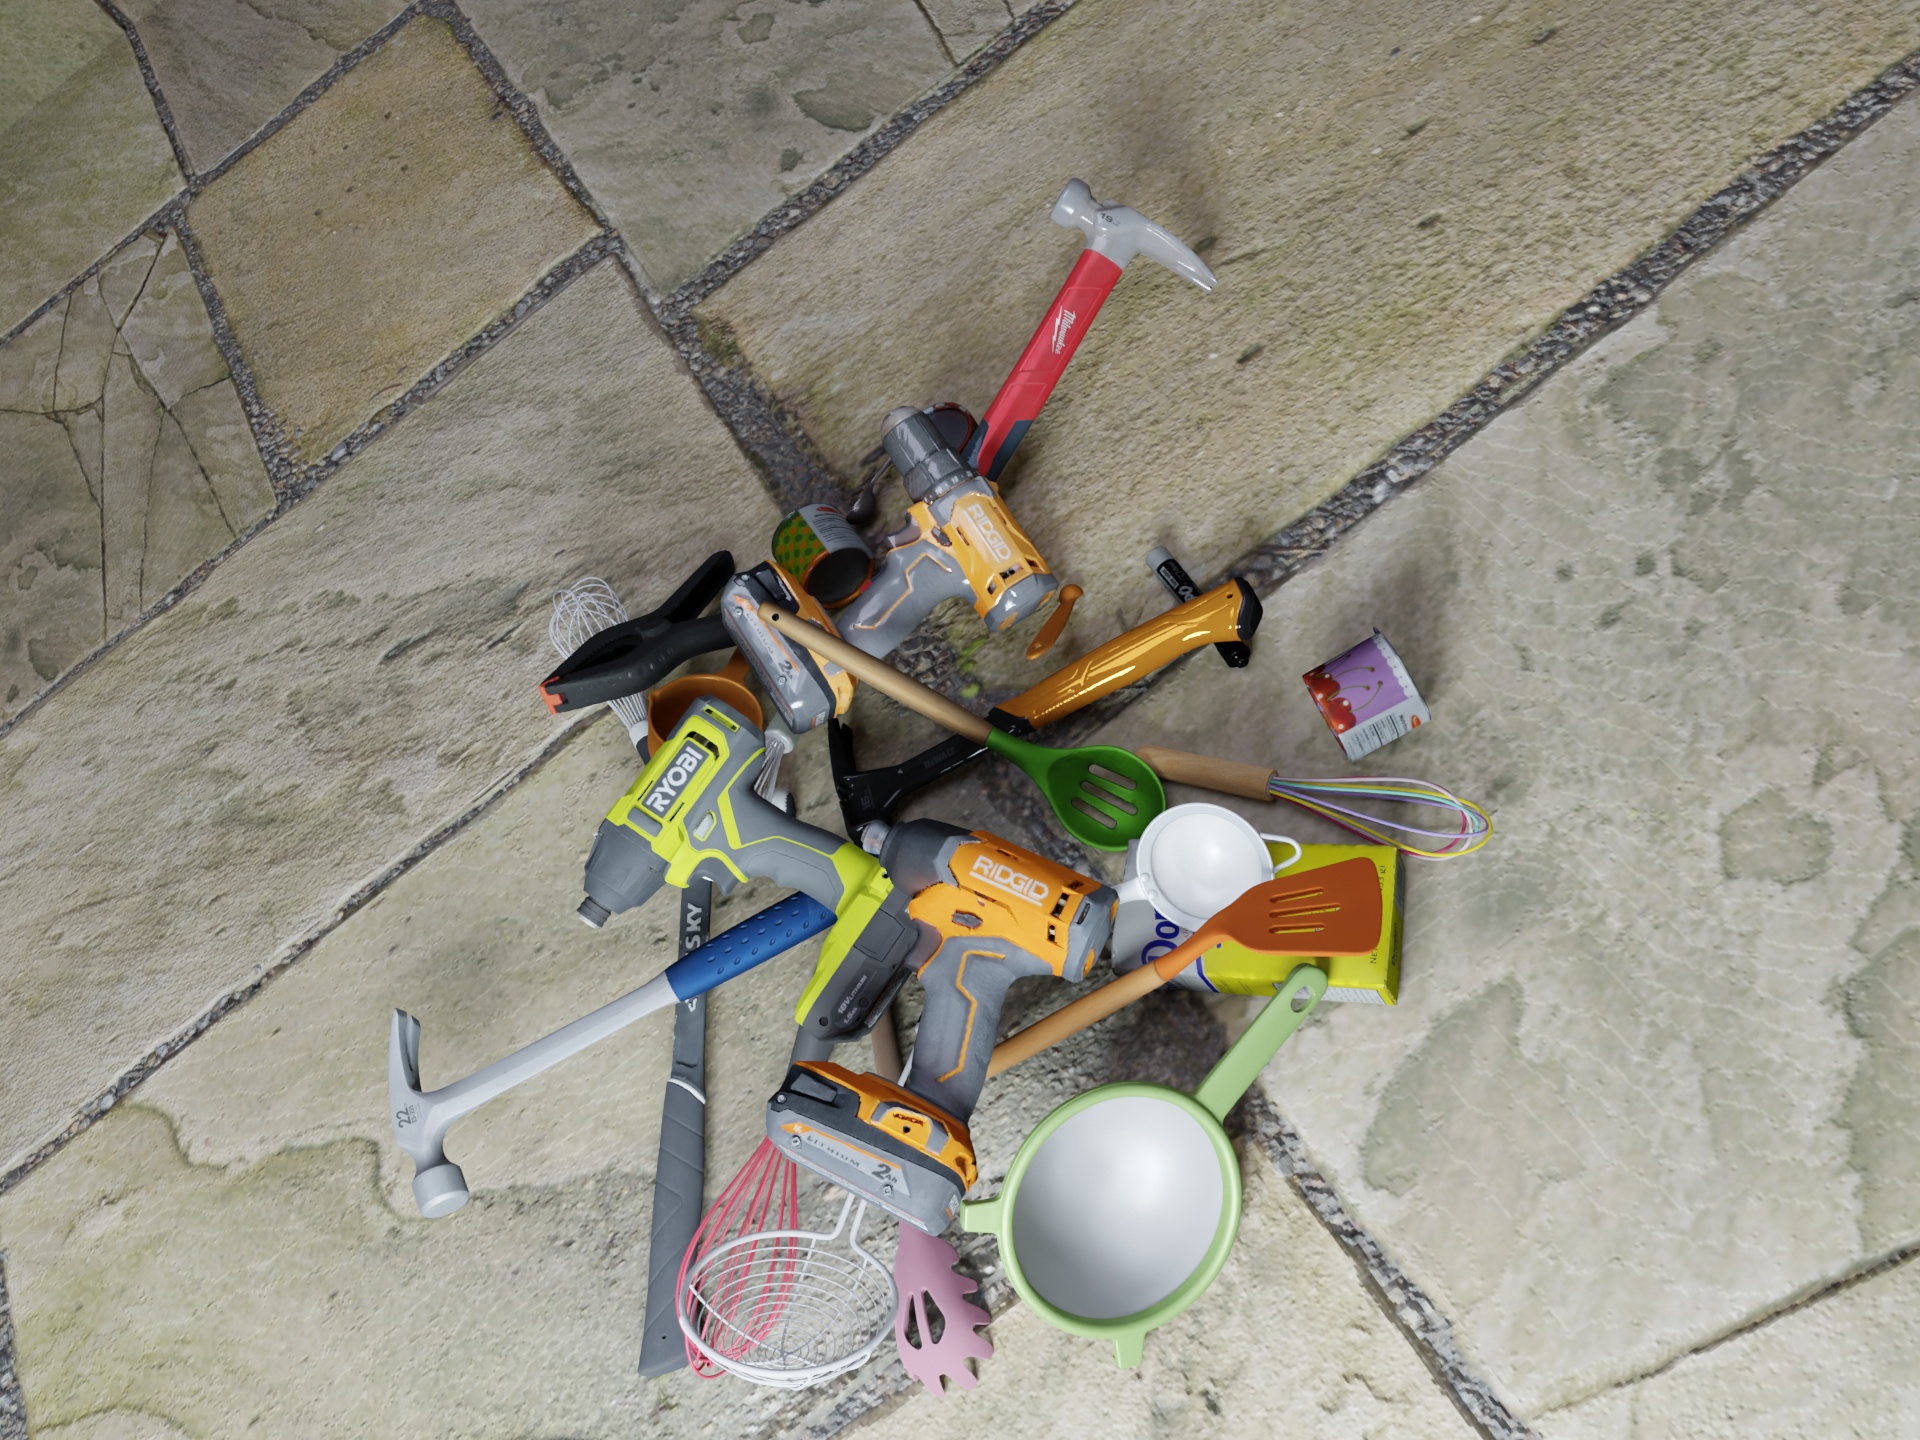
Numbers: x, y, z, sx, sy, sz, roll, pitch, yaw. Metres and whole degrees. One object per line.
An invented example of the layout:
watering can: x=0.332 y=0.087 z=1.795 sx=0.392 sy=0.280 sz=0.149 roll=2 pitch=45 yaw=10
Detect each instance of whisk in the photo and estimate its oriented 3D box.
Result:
whisk: x=0.221 y=0.048 z=1.031 sx=0.245 sy=0.051 sz=0.047 roll=12 pitch=75 yaw=34
whisk: x=-0.120 y=0.283 z=1.055 sx=0.073 sy=0.073 sz=0.296 roll=2 pitch=58 yaw=27
whisk: x=-0.267 y=-0.012 z=1.294 sx=0.070 sy=0.070 sz=0.285 roll=-36 pitch=59 yaw=4
whisk: x=-0.138 y=0.022 z=1.184 sx=0.057 sy=0.059 sz=0.246 roll=-44 pitch=14 yaw=51

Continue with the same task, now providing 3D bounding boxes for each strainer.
strainer: x=0.092 y=0.110 z=1.003 sx=0.258 sy=0.050 sz=0.087 roll=-20 pitch=99 yaw=20
strainer: x=0.119 y=0.238 z=0.941 sx=0.256 sy=0.151 sz=0.069 roll=-48 pitch=16 yaw=-9

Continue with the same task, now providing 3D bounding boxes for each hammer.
hammer: x=0.050 y=-0.228 z=1.251 sx=0.143 sy=0.038 sz=0.386 roll=31 pitch=87 yaw=-3
hammer: x=0.056 y=-0.017 z=1.137 sx=0.337 sy=0.034 sz=0.127 roll=-27 pitch=56 yaw=15
hammer: x=-0.212 y=0.184 z=1.107 sx=0.405 sy=0.035 sz=0.144 roll=-28 pitch=63 yaw=-2
hammer: x=-0.197 y=0.240 z=1.118 sx=0.149 sy=0.036 sz=0.409 roll=-4 pitch=64 yaw=6

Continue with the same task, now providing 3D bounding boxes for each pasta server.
pasta server: x=-0.037 y=0.274 z=1.043 sx=0.060 sy=0.040 sz=0.317 roll=-23 pitch=52 yaw=13

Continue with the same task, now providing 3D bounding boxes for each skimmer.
skimmer: x=-0.049 y=0.237 z=0.992 sx=0.127 sy=0.090 sz=0.363 roll=13 pitch=59 yaw=24

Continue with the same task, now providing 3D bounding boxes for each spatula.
spatula: x=0.111 y=0.169 z=0.974 sx=0.322 sy=0.041 sz=0.081 roll=-35 pitch=23 yaw=30

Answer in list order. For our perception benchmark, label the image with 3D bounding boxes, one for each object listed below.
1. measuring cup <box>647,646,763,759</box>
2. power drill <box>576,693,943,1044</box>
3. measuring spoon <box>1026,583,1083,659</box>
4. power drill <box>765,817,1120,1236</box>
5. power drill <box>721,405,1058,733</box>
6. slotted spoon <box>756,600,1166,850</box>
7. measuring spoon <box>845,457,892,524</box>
measuring cup: x=-0.185 y=-0.014 z=1.260 sx=0.095 sy=0.052 sz=0.174 roll=20 pitch=44 yaw=5
power drill: x=-0.132 y=0.110 z=1.057 sx=0.223 sy=0.080 sz=0.171 roll=33 pitch=80 yaw=11
measuring spoon: x=0.067 y=-0.073 z=1.150 sx=0.021 sy=0.011 sz=0.117 roll=-15 pitch=22 yaw=27
power drill: x=-0.024 y=0.167 z=0.947 sx=0.164 sy=0.084 sz=0.226 roll=24 pitch=68 yaw=15
power drill: x=-0.066 y=-0.116 z=1.174 sx=0.226 sy=0.084 sz=0.185 roll=-31 pitch=82 yaw=-13
slotted spoon: x=-0.002 y=-0.003 z=1.093 sx=0.314 sy=0.031 sz=0.070 roll=29 pitch=92 yaw=4
measuring spoon: x=-0.055 y=-0.209 z=1.321 sx=0.018 sy=0.034 sz=0.124 roll=37 pitch=74 yaw=-8
